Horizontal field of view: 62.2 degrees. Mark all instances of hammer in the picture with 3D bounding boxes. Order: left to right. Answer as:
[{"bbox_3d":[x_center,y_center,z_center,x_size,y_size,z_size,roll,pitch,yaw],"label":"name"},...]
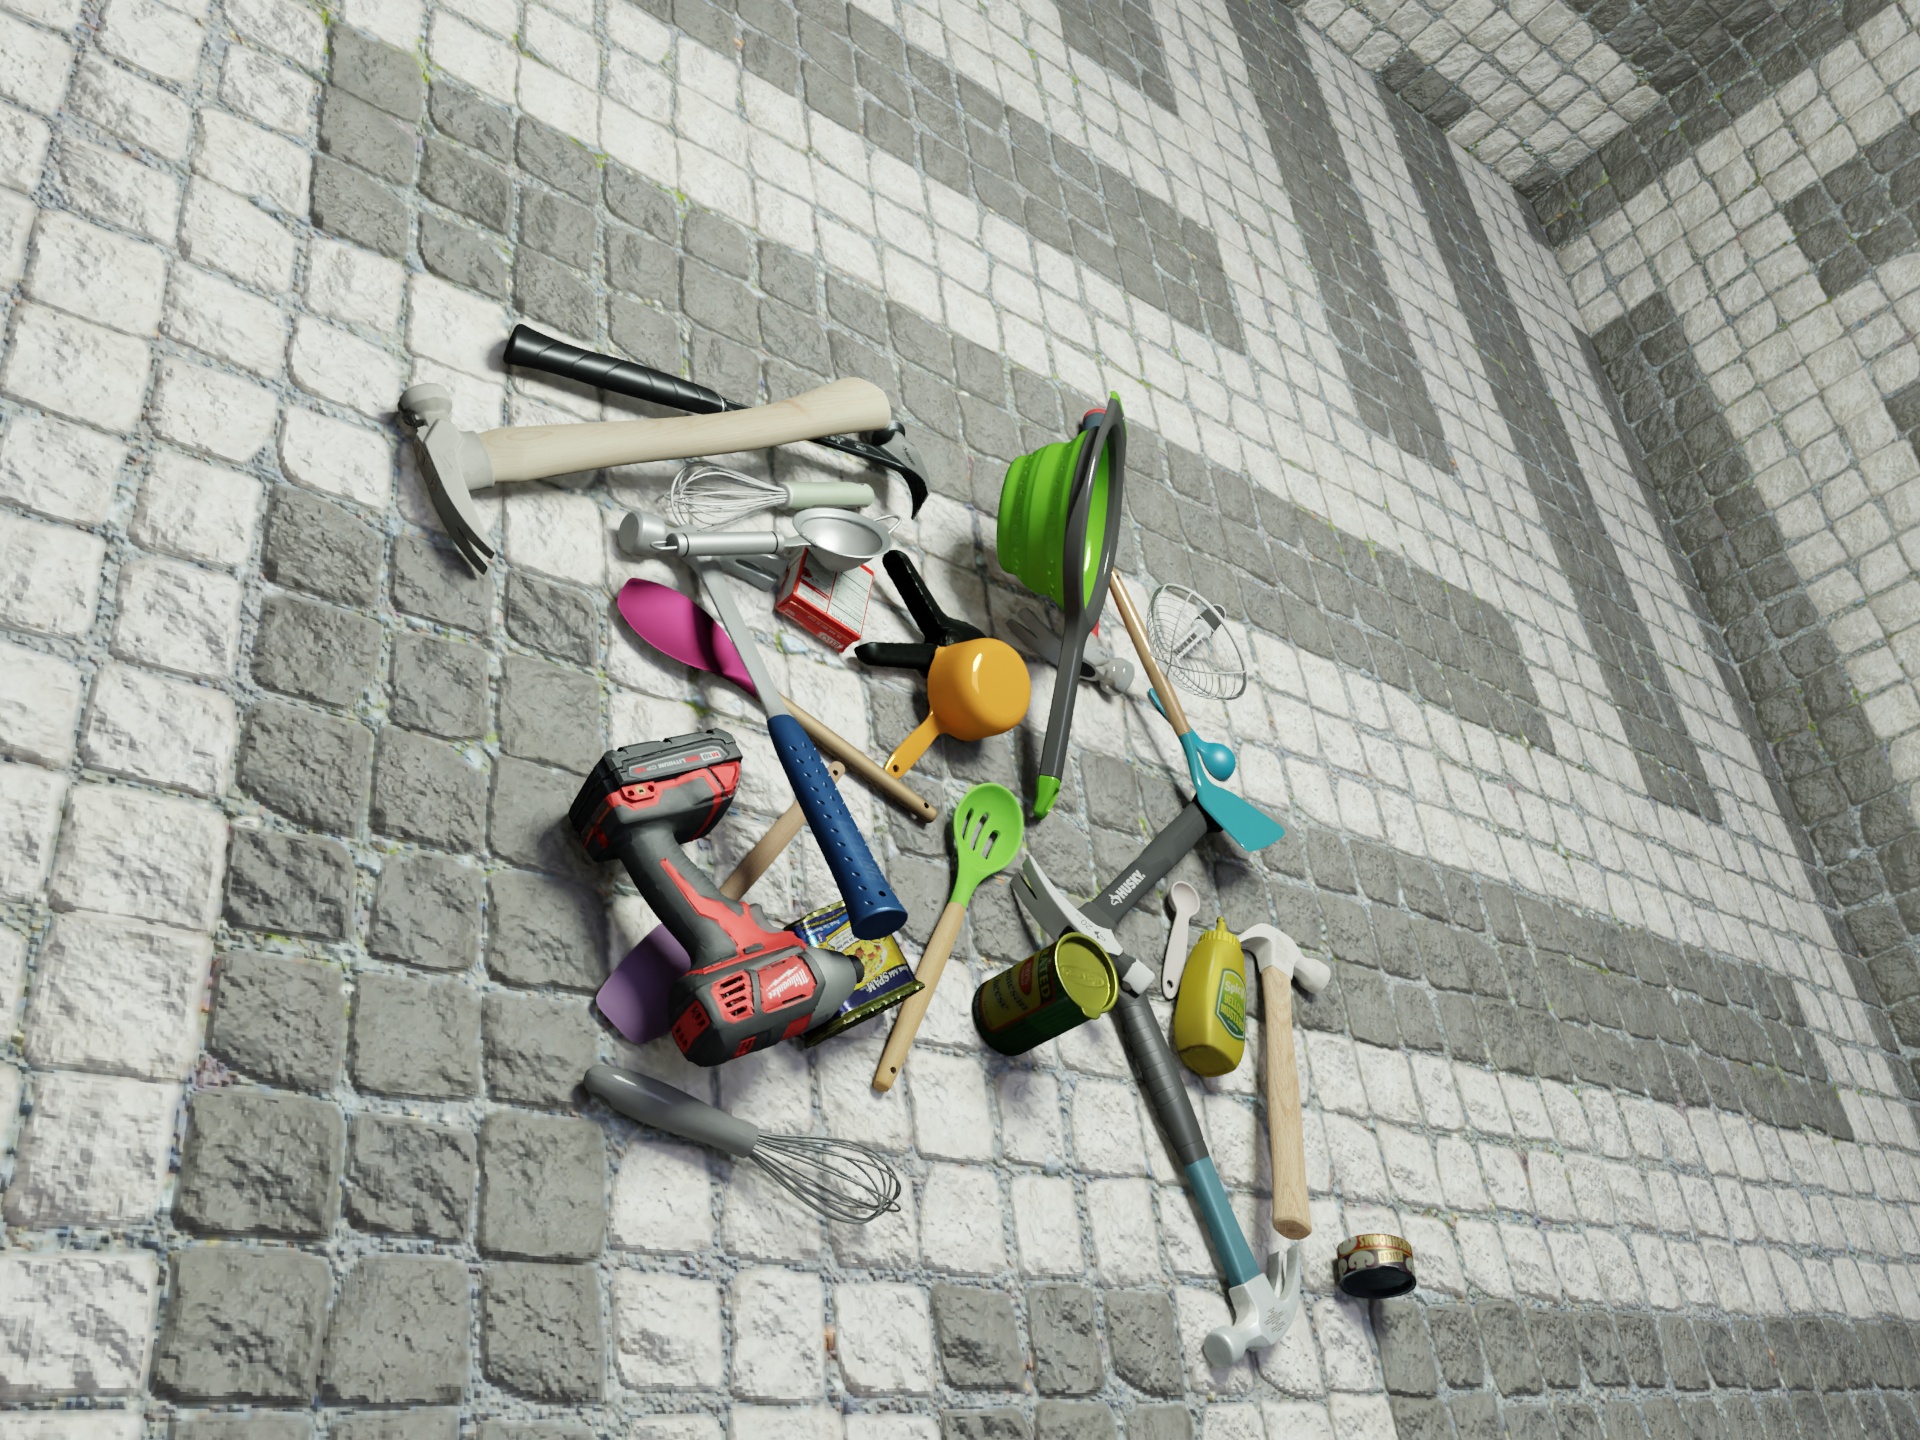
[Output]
[{"bbox_3d":[-0.223,-0.217,1.264,0.410,0.038,0.146,-16,74,-37],"label":"hammer"},{"bbox_3d":[-0.197,-0.265,1.374,0.408,0.036,0.149,11,35,-37],"label":"hammer"},{"bbox_3d":[-0.132,-0.007,1.188,0.144,0.035,0.406,10,39,-43],"label":"hammer"},{"bbox_3d":[0.124,-0.204,1.672,0.143,0.038,0.387,30,45,-25],"label":"hammer"},{"bbox_3d":[0.168,0.131,1.455,0.146,0.035,0.335,40,32,11],"label":"hammer"},{"bbox_3d":[0.192,0.356,1.333,0.128,0.033,0.331,-3,65,-46],"label":"hammer"},{"bbox_3d":[0.288,0.314,1.434,0.130,0.031,0.332,35,35,-19],"label":"hammer"}]

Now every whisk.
[{"bbox_3d":[-0.139,0.278,1.046,0.238,0.055,0.055,29,45,-21],"label":"whisk"},{"bbox_3d":[-0.160,-0.194,1.379,0.246,0.058,0.059,-10,105,-51],"label":"whisk"}]

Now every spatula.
[{"bbox_3d":[-0.161,0.121,1.162,0.059,0.018,0.316,49,40,-10],"label":"spatula"},{"bbox_3d":[0.220,-0.014,1.573,0.082,0.044,0.317,-16,79,-50],"label":"spatula"}]

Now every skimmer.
[{"bbox_3d":[0.258,-0.098,1.609,0.127,0.090,0.363,55,21,0],"label":"skimmer"}]

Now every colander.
[{"bbox_3d":[0.074,-0.109,1.465,0.204,0.094,0.397,51,48,-72],"label":"colander"}]

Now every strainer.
[{"bbox_3d":[-0.147,-0.144,1.293,0.258,0.050,0.087,-8,38,-47],"label":"strainer"}]

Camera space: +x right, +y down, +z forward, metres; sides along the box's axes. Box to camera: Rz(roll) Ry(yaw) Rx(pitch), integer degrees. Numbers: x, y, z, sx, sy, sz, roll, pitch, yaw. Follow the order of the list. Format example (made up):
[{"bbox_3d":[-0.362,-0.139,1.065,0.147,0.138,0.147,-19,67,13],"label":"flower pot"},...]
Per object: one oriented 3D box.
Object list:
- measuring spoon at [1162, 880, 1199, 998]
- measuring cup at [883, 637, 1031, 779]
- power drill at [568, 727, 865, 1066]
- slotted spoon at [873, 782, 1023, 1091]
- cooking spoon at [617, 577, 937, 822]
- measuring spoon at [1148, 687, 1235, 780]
[{"bbox_3d":[0.197,0.204,1.469,0.034,0.018,0.124,31,50,-19],"label":"measuring spoon"},{"bbox_3d":[-0.002,-0.004,1.363,0.174,0.052,0.095,-47,113,-39],"label":"measuring cup"},{"bbox_3d":[-0.162,0.119,1.079,0.143,0.078,0.220,-12,62,-43],"label":"power drill"},{"bbox_3d":[-0.013,0.167,1.271,0.070,0.031,0.314,43,42,-17],"label":"slotted spoon"},{"bbox_3d":[-0.142,-0.009,1.276,0.318,0.017,0.069,37,38,-19],"label":"cooking spoon"},{"bbox_3d":[0.244,0.009,1.647,0.128,0.021,0.042,46,39,-12],"label":"measuring spoon"}]
